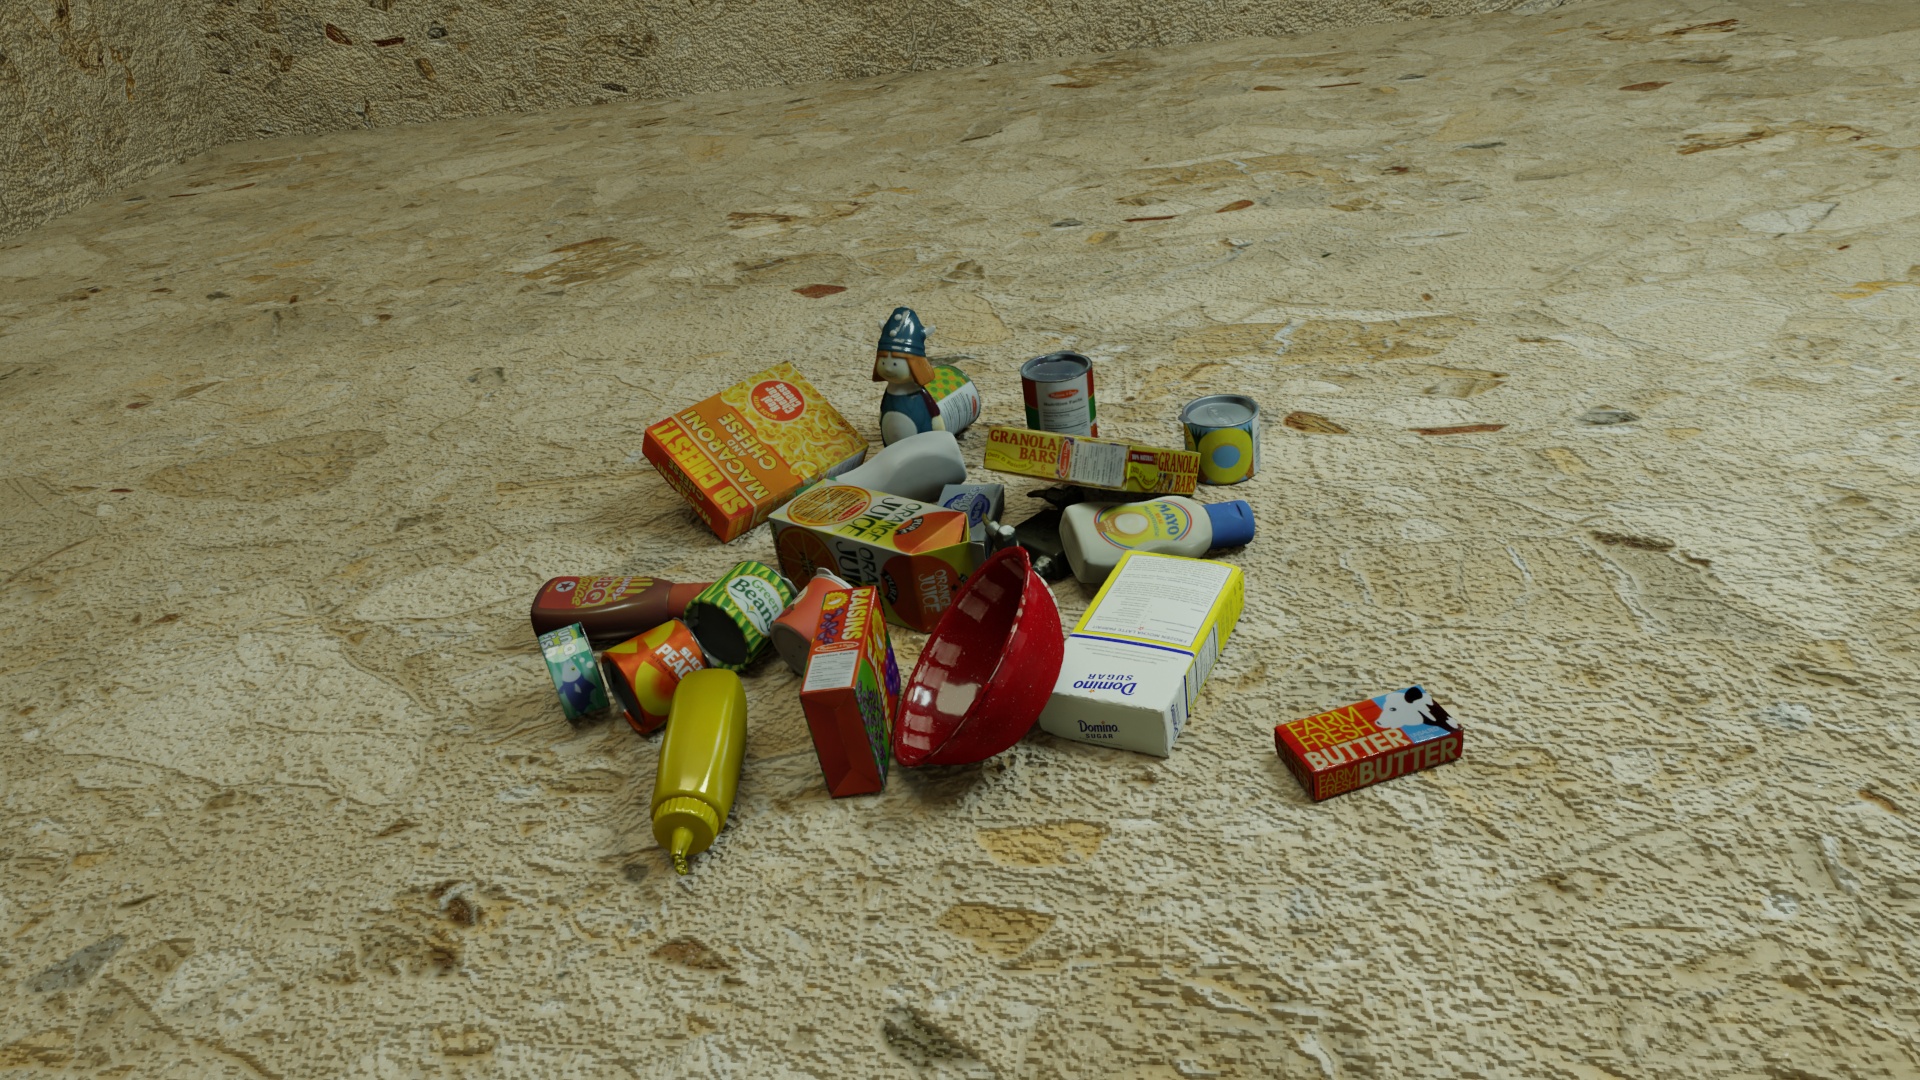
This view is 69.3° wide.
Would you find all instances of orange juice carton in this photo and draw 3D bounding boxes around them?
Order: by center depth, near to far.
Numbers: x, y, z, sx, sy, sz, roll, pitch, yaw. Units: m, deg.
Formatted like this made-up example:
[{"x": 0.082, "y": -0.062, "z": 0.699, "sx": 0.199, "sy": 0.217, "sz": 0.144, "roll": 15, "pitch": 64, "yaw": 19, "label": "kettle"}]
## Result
[{"x": -0.054, "y": 0.013, "z": 1.090, "sx": 0.193, "sy": 0.071, "sz": 0.073, "roll": 14, "pitch": 37, "yaw": 35, "label": "orange juice carton"}]

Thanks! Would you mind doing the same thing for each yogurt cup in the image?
[{"x": -0.102, "y": 0.066, "z": 1.020, "sx": 0.072, "sy": 0.072, "sz": 0.054, "roll": 18, "pitch": 47, "yaw": 39, "label": "yogurt cup"}]

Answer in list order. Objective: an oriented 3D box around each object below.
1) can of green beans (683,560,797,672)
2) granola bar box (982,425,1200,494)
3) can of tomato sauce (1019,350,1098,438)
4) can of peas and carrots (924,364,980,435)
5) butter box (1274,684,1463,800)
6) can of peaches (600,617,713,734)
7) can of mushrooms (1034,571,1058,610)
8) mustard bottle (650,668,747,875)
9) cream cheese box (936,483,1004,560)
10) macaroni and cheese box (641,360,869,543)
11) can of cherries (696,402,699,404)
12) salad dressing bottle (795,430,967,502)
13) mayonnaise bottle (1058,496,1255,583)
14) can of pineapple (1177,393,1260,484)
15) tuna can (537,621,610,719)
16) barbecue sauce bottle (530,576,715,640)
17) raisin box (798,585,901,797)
[{"x": -0.165, "y": 0.057, "z": 1.046, "sx": 0.071, "sy": 0.071, "sz": 0.058, "roll": 11, "pitch": 35, "yaw": 31, "label": "can of green beans"}, {"x": 0.112, "y": -0.065, "z": 1.144, "sx": 0.124, "sy": 0.039, "sz": 0.166, "roll": 11, "pitch": 6, "yaw": 28, "label": "granola bar box"}, {"x": 0.092, "y": -0.124, "z": 1.281, "sx": 0.071, "sy": 0.082, "sz": 0.071, "roll": -6, "pitch": 29, "yaw": 4, "label": "can of tomato sauce"}, {"x": -0.026, "y": -0.128, "z": 1.338, "sx": 0.071, "sy": 0.070, "sz": 0.059, "roll": 14, "pitch": 37, "yaw": 35, "label": "can of peas and carrots"}, {"x": 0.253, "y": 0.125, "z": 0.863, "sx": 0.104, "sy": 0.024, "sz": 0.053, "roll": -14, "pitch": 29, "yaw": -11, "label": "butter box"}, {"x": -0.214, "y": 0.097, "z": 0.988, "sx": 0.058, "sy": 0.071, "sz": 0.071, "roll": -26, "pitch": 34, "yaw": -27, "label": "can of peaches"}, {"x": 0.037, "y": 0.053, "z": 1.006, "sx": 0.071, "sy": 0.070, "sz": 0.034, "roll": 14, "pitch": 35, "yaw": 34, "label": "can of mushrooms"}, {"x": -0.169, "y": 0.150, "z": 0.889, "sx": 0.049, "sy": 0.065, "sz": 0.161, "roll": -2, "pitch": 33, "yaw": 2, "label": "mustard bottle"}, {"x": 0.004, "y": -0.015, "z": 1.172, "sx": 0.053, "sy": 0.024, "sz": 0.104, "roll": -2, "pitch": 30, "yaw": 13, "label": "cream cheese box"}, {"x": -0.186, "y": -0.083, "z": 1.272, "sx": 0.167, "sy": 0.040, "sz": 0.124, "roll": -33, "pitch": 70, "yaw": -35, "label": "macaroni and cheese box"}, {"x": -0.229, "y": -0.100, "z": 1.348, "sx": 0.071, "sy": 0.058, "sz": 0.072, "roll": -5, "pitch": 29, "yaw": 3, "label": "can of cherries"}, {"x": -0.070, "y": -0.051, "z": 1.224, "sx": 0.148, "sy": 0.064, "sz": 0.044, "roll": -19, "pitch": 47, "yaw": -3, "label": "salad dressing bottle"}, {"x": 0.155, "y": -0.006, "z": 1.083, "sx": 0.148, "sy": 0.041, "sz": 0.065, "roll": -8, "pitch": 54, "yaw": -15, "label": "mayonnaise bottle"}, {"x": 0.226, "y": -0.088, "z": 1.210, "sx": 0.071, "sy": 0.057, "sz": 0.071, "roll": -6, "pitch": 29, "yaw": 4, "label": "can of pineapple"}, {"x": -0.282, "y": 0.093, "z": 1.009, "sx": 0.033, "sy": 0.070, "sz": 0.071, "roll": -20, "pitch": 31, "yaw": -18, "label": "tuna can"}, {"x": -0.260, "y": 0.053, "z": 1.102, "sx": 0.148, "sy": 0.043, "sz": 0.065, "roll": -1, "pitch": 28, "yaw": 11, "label": "barbecue sauce bottle"}, {"x": -0.072, "y": 0.098, "z": 0.930, "sx": 0.040, "sy": 0.085, "sz": 0.124, "roll": -9, "pitch": 29, "yaw": 9, "label": "raisin box"}]
